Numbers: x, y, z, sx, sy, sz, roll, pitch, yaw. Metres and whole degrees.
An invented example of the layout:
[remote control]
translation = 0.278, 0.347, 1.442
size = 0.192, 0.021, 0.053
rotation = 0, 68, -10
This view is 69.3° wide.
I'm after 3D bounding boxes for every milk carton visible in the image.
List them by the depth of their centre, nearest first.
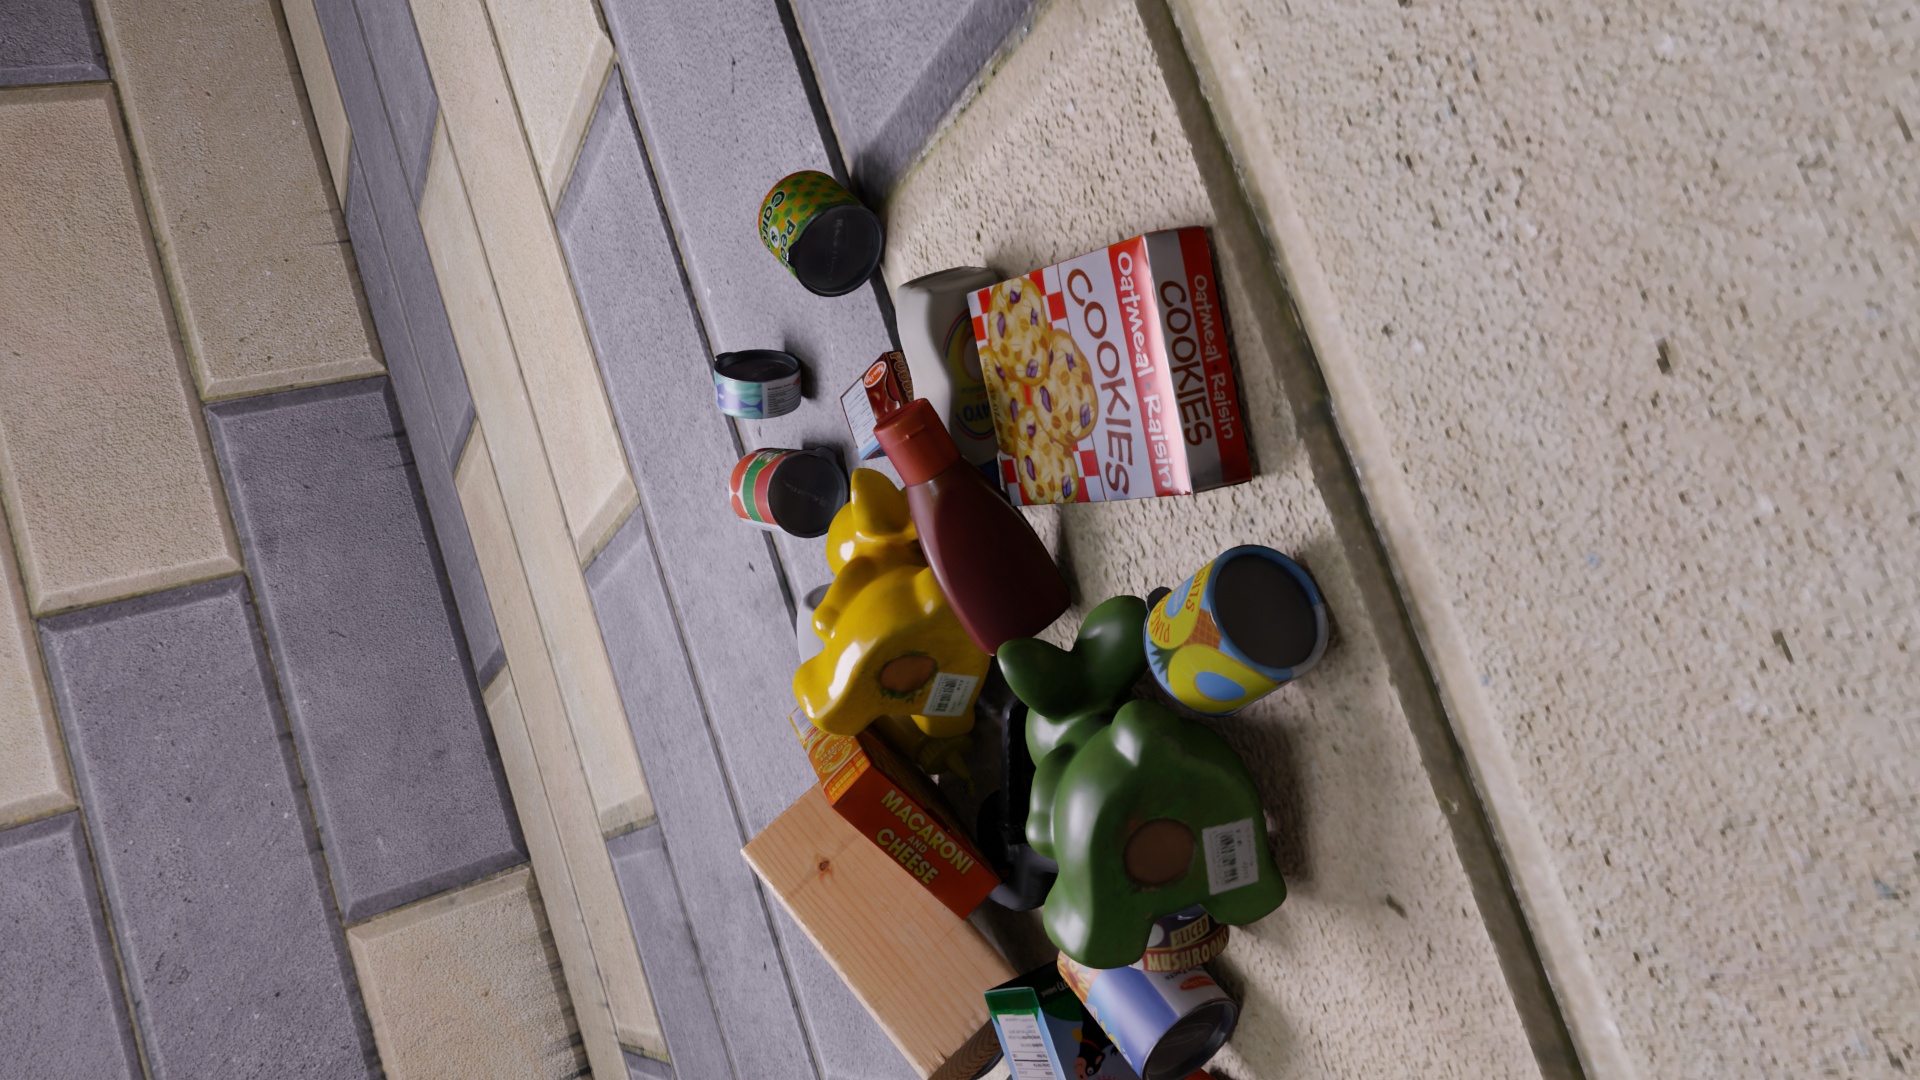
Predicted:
[milk carton]
translation = 0.090, 0.354, 0.849
size = 0.073, 0.072, 0.191
rotation = -38, 69, 58

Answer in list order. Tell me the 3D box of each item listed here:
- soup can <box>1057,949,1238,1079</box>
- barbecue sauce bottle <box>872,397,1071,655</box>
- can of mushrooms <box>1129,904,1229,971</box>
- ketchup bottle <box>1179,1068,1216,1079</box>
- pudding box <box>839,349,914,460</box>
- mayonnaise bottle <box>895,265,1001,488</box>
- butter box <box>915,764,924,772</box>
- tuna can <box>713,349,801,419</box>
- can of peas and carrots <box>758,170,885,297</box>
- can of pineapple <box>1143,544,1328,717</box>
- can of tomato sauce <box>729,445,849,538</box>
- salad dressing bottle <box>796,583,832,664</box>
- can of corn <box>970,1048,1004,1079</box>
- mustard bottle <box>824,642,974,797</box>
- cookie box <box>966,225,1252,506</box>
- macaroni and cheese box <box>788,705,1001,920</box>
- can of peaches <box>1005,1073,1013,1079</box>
[soup can]
translation = 0.103, 0.255, 0.783
size = 0.084, 0.071, 0.071
rotation = 45, 139, 43
[barbecue sauce bottle]
translation = 0.003, -0.010, 0.793
size = 0.148, 0.065, 0.044
rotation = 59, 172, -16
[can of mushrooms]
translation = 0.111, 0.201, 0.745
size = 0.071, 0.071, 0.033
rotation = 11, 113, 58
[ketchup bottle]
translation = 0.163, 0.345, 0.744
size = 0.149, 0.044, 0.064
rotation = 19, 120, 56
[pudding box]
translation = -0.047, -0.090, 0.926
size = 0.083, 0.030, 0.050
rotation = -33, 73, 60
[mayonnaise bottle]
translation = 0.000, -0.083, 0.817
size = 0.041, 0.065, 0.147
rotation = 14, 121, 44
[butter box]
translation = -0.040, 0.215, 1.060
size = 0.053, 0.024, 0.103
rotation = -8, 96, 60
[tuna can]
translation = -0.157, -0.121, 1.064
size = 0.071, 0.071, 0.032
rotation = 38, 135, 47
[can of peas and carrots]
translation = -0.094, -0.202, 0.914
size = 0.059, 0.071, 0.070
rotation = 48, 141, 40
[can of pineapple]
translation = 0.126, 0.041, 0.643
size = 0.071, 0.071, 0.057
rotation = 66, 149, 15
[can of tomato sauce]
translation = -0.132, -0.040, 1.062
size = 0.083, 0.071, 0.071
rotation = 9, 110, 60
[salad dressing bottle]
translation = -0.089, 0.105, 1.062
size = 0.044, 0.064, 0.147
rotation = 16, 127, 33
[can of corn]
translation = -0.007, 0.353, 1.019
size = 0.058, 0.071, 0.071
rotation = 18, 118, 58
[mustard bottle]
translation = -0.033, 0.112, 0.966
size = 0.161, 0.065, 0.048
rotation = 50, 149, 28
[cookie box]
translation = 0.072, -0.083, 0.711
size = 0.167, 0.040, 0.122
rotation = -2, 102, 61
[macaroni and cheese box]
translation = -0.048, 0.169, 0.932
size = 0.123, 0.040, 0.166
rotation = 45, 177, -20
[can of peaches]
translation = 0.065, 0.376, 0.908
size = 0.058, 0.071, 0.071
rotation = -40, 68, 59
